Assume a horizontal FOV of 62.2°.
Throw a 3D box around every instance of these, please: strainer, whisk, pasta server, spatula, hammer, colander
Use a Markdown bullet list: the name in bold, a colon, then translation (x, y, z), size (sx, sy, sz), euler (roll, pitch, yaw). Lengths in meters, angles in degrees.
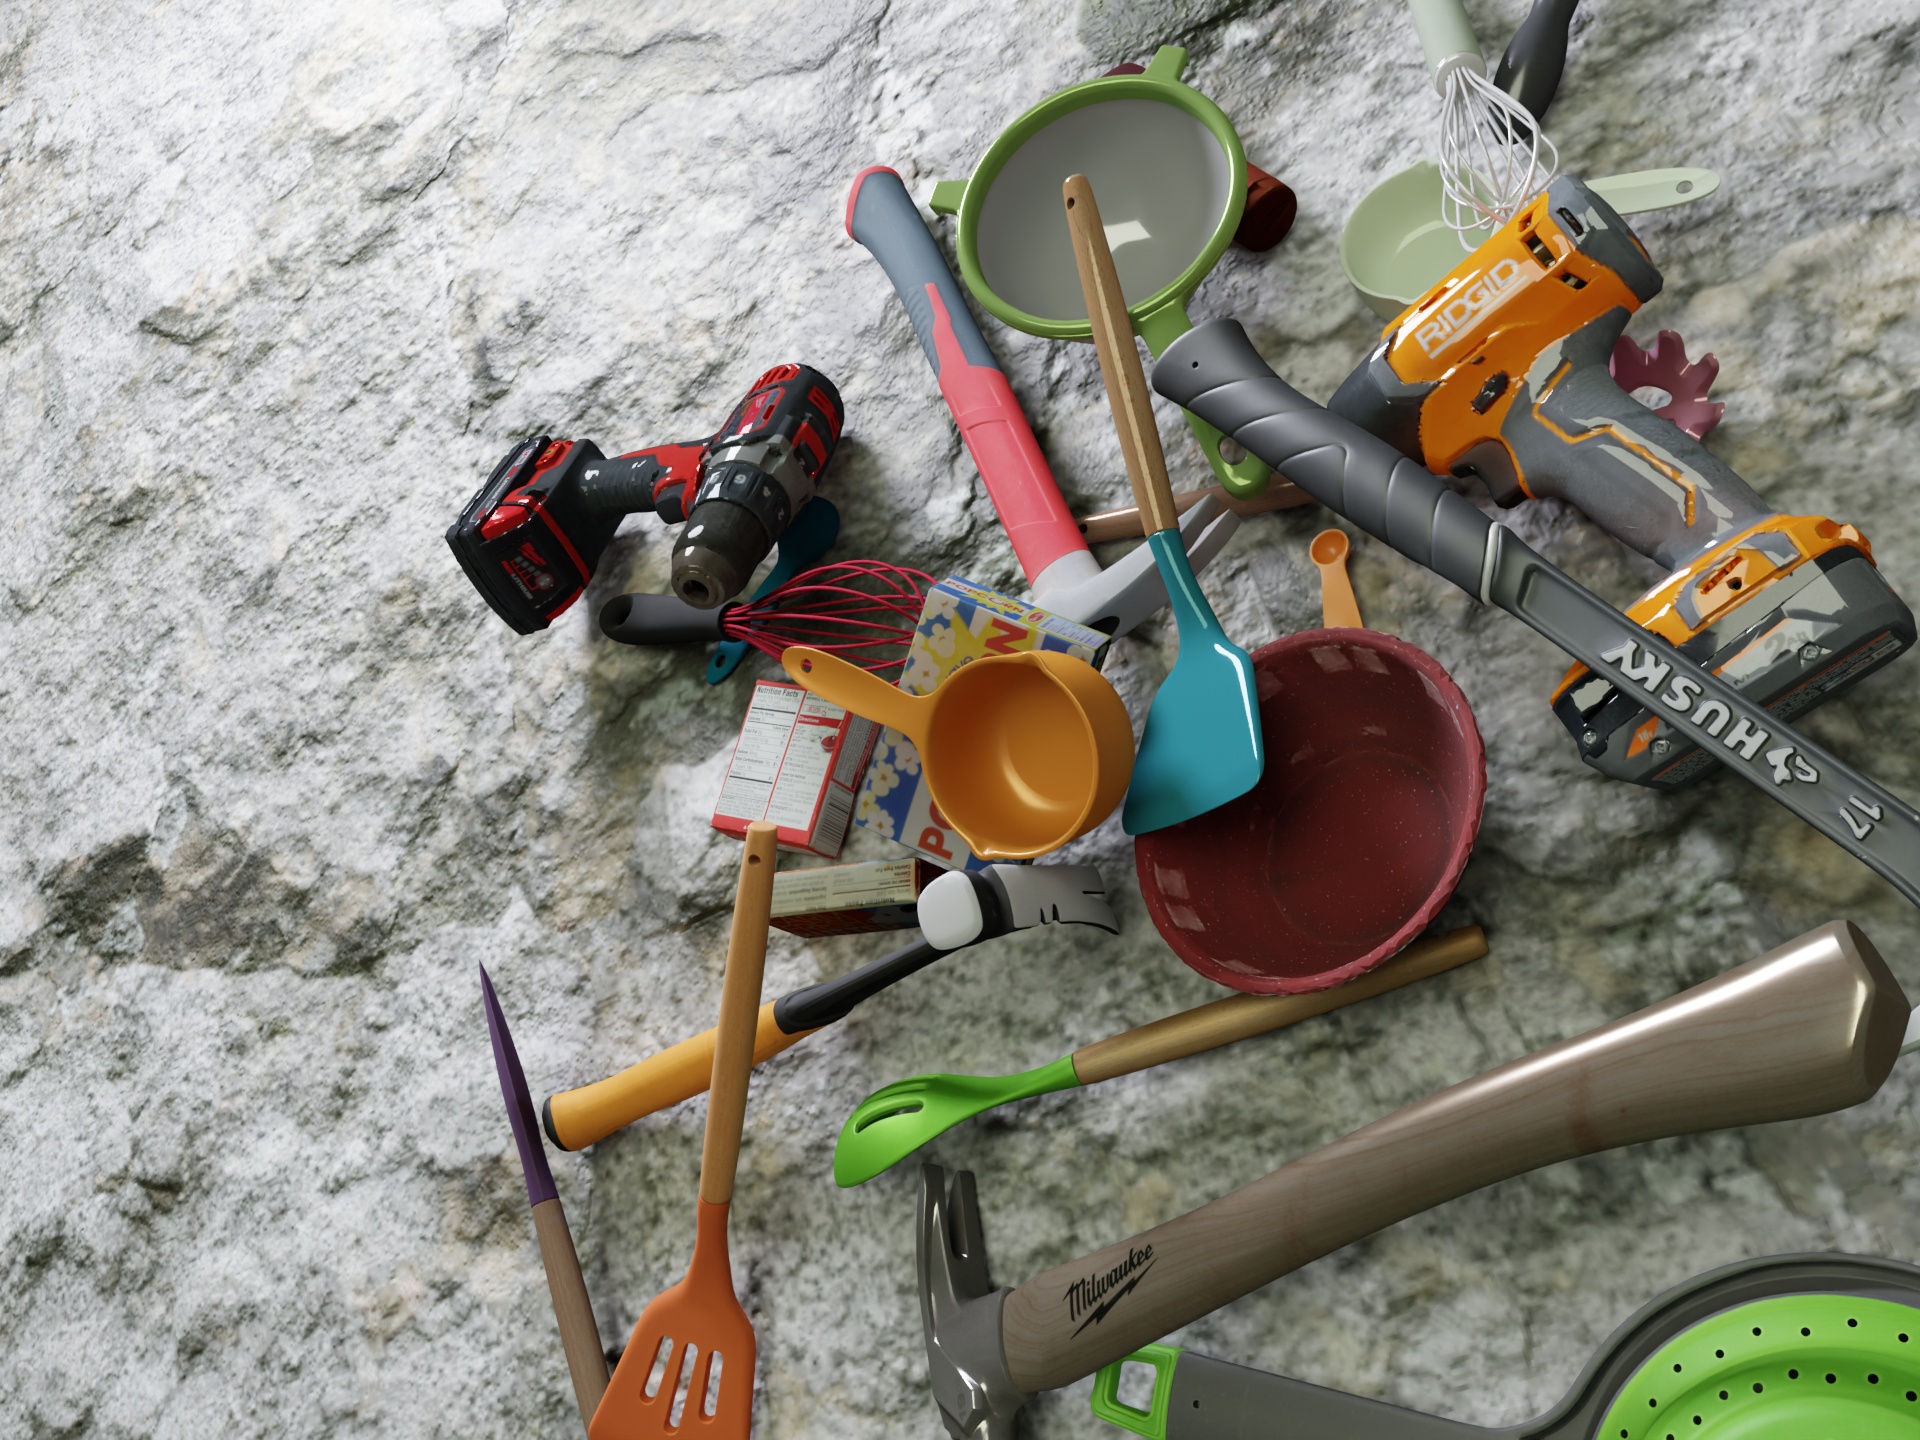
- **strainer**: translation (0.097, -0.205, 0.797), size (0.151, 0.069, 0.257), euler (-28, 65, 11)
- **whisk**: translation (0.238, -0.300, 0.754), size (0.059, 0.057, 0.247), euler (116, 164, -45)
- **pasta server**: translation (0.185, -0.117, 0.744), size (0.316, 0.040, 0.060), euler (-8, 83, 31)
- **spatula**: translation (-0.111, 0.199, 0.721), size (0.081, 0.041, 0.322), euler (13, 107, 11)
- **spatula**: translation (0.080, -0.109, 0.720), size (0.082, 0.044, 0.318), euler (-27, 70, 47)
- **hammer**: translation (0.210, -0.043, 0.589), size (0.409, 0.036, 0.149), euler (45, 114, 37)
- **whisk**: translation (0.316, -0.412, 0.783), size (0.070, 0.070, 0.284), euler (18, 85, 37)
- **whisk**: translation (-0.114, -0.053, 0.879), size (0.296, 0.073, 0.073), euler (6, 73, 44)
- **hammer**: translation (0.131, 0.168, 0.586), size (0.410, 0.038, 0.146), euler (-37, 47, 32)
- **spatula**: translation (-0.204, 0.270, 0.806), size (0.018, 0.059, 0.316), euler (-15, 66, -17)
- **hammer**: translation (0.018, -0.195, 0.870), size (0.143, 0.038, 0.387), euler (-36, 52, 20)
- **colander**: translation (0.207, 0.265, 0.527), size (0.397, 0.094, 0.205), euler (1, 70, 33)
- **hammer**: translation (-0.083, 0.146, 0.776), size (0.337, 0.127, 0.034), euler (-30, 70, 31)

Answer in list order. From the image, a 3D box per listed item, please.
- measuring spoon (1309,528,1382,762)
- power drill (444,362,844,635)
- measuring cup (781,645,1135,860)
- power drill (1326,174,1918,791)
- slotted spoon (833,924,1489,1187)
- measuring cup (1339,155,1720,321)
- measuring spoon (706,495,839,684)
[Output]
- **measuring spoon**: translation (0.179, -0.035, 0.731), size (0.021, 0.011, 0.117), euler (-19, 64, 31)
- **power drill**: translation (-0.185, -0.116, 0.921), size (0.227, 0.080, 0.188), euler (-11, 38, 27)
- **measuring cup**: translation (-0.001, -0.002, 0.714), size (0.174, 0.052, 0.095), euler (24, 110, 29)
- **power drill**: translation (0.244, -0.085, 0.641), size (0.164, 0.084, 0.227), euler (-40, 62, 28)
- **slotted spoon**: translation (0.076, 0.144, 0.698), size (0.314, 0.070, 0.031), euler (-22, 100, 18)
- **measuring cup**: translation (0.264, -0.227, 0.743), size (0.167, 0.038, 0.083), euler (-1, 69, 30)
- **measuring spoon**: translation (-0.117, -0.078, 0.928), size (0.042, 0.021, 0.128), euler (32, 89, 37)
